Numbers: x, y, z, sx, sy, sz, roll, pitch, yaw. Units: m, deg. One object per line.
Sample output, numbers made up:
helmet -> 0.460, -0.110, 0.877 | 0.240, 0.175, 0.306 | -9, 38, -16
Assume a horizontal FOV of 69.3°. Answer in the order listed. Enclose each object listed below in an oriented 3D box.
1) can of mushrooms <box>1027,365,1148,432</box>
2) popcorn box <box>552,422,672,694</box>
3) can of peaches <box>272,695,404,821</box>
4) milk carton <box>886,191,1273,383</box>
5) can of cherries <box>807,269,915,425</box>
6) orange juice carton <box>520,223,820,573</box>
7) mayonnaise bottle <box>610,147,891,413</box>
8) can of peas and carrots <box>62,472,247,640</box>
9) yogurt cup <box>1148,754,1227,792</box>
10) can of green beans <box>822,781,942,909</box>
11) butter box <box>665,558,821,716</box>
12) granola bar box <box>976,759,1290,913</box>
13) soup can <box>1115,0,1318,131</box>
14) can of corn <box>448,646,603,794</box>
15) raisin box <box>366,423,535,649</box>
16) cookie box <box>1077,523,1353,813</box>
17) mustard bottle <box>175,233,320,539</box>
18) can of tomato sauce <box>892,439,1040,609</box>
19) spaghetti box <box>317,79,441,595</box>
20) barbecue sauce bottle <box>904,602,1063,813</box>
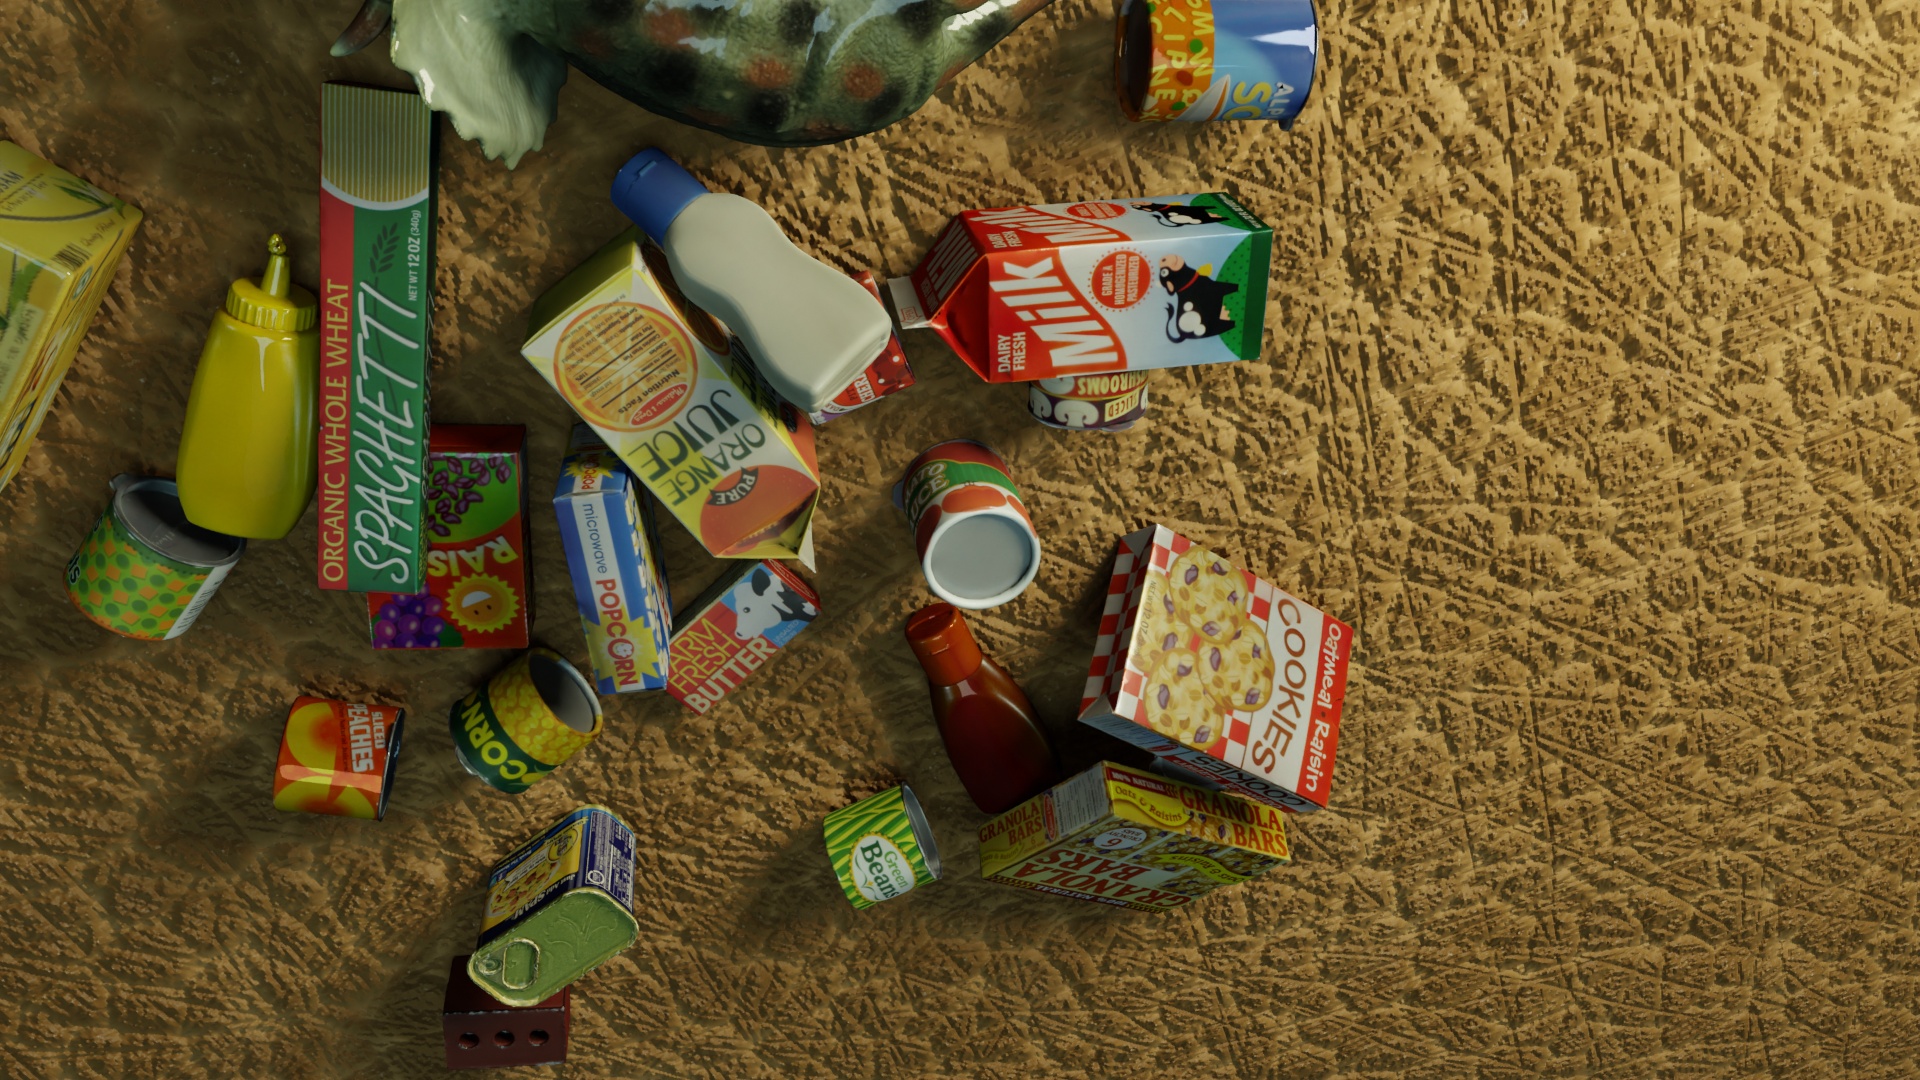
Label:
can of mushrooms -> 0.071, -0.087, 0.761 | 0.071, 0.071, 0.033 | -5, 119, -8
popcorn box -> -0.186, 0.008, 0.755 | 0.038, 0.085, 0.126 | -7, 121, -6
can of peaches -> -0.356, 0.123, 0.797 | 0.058, 0.071, 0.071 | 10, 117, -15
milk carton -> 0.059, -0.133, 0.732 | 0.191, 0.072, 0.073 | -6, 121, -8
can of cherries -> -0.061, -0.099, 0.727 | 0.058, 0.072, 0.071 | -22, 121, 1
orange juice carton -> -0.136, -0.063, 0.732 | 0.073, 0.072, 0.192 | -34, 120, 9
mayonnaise bottle -> -0.106, -0.131, 0.678 | 0.148, 0.041, 0.065 | 42, 73, 7
can of peas and carrots -> -0.419, 0.008, 0.720 | 0.071, 0.071, 0.058 | 34, 109, -26
yogurt cup -> 0.153, 0.125, 0.907 | 0.072, 0.054, 0.072 | -5, 120, -9
can of green beans -> -0.051, 0.198, 0.901 | 0.058, 0.071, 0.071 | -23, 121, 3
butter box -> -0.138, 0.054, 0.827 | 0.103, 0.024, 0.053 | -41, 118, 12
granola bar box -> 0.113, 0.198, 0.905 | 0.165, 0.039, 0.123 | 20, 139, -34
soup can -> 0.125, -0.238, 0.688 | 0.084, 0.071, 0.071 | -4, 120, -8
can of corn -> -0.252, 0.104, 0.805 | 0.058, 0.071, 0.071 | -36, 120, 9
raisin box -> -0.280, -0.001, 0.758 | 0.086, 0.040, 0.122 | 0, 118, -12
cookie box -> 0.161, 0.081, 0.849 | 0.167, 0.123, 0.040 | 26, 154, -23
mustard bottle -> -0.348, -0.079, 0.695 | 0.065, 0.049, 0.159 | 14, 115, -19
can of tomato sauce -> 0.003, -0.010, 0.784 | 0.071, 0.083, 0.070 | -5, 120, -9
spaghetti box -> -0.285, -0.093, 0.680 | 0.050, 0.029, 0.249 | 4, 105, -12
barbecue sauce bottle -> 0.011, 0.105, 0.874 | 0.065, 0.044, 0.148 | -23, 120, 7
